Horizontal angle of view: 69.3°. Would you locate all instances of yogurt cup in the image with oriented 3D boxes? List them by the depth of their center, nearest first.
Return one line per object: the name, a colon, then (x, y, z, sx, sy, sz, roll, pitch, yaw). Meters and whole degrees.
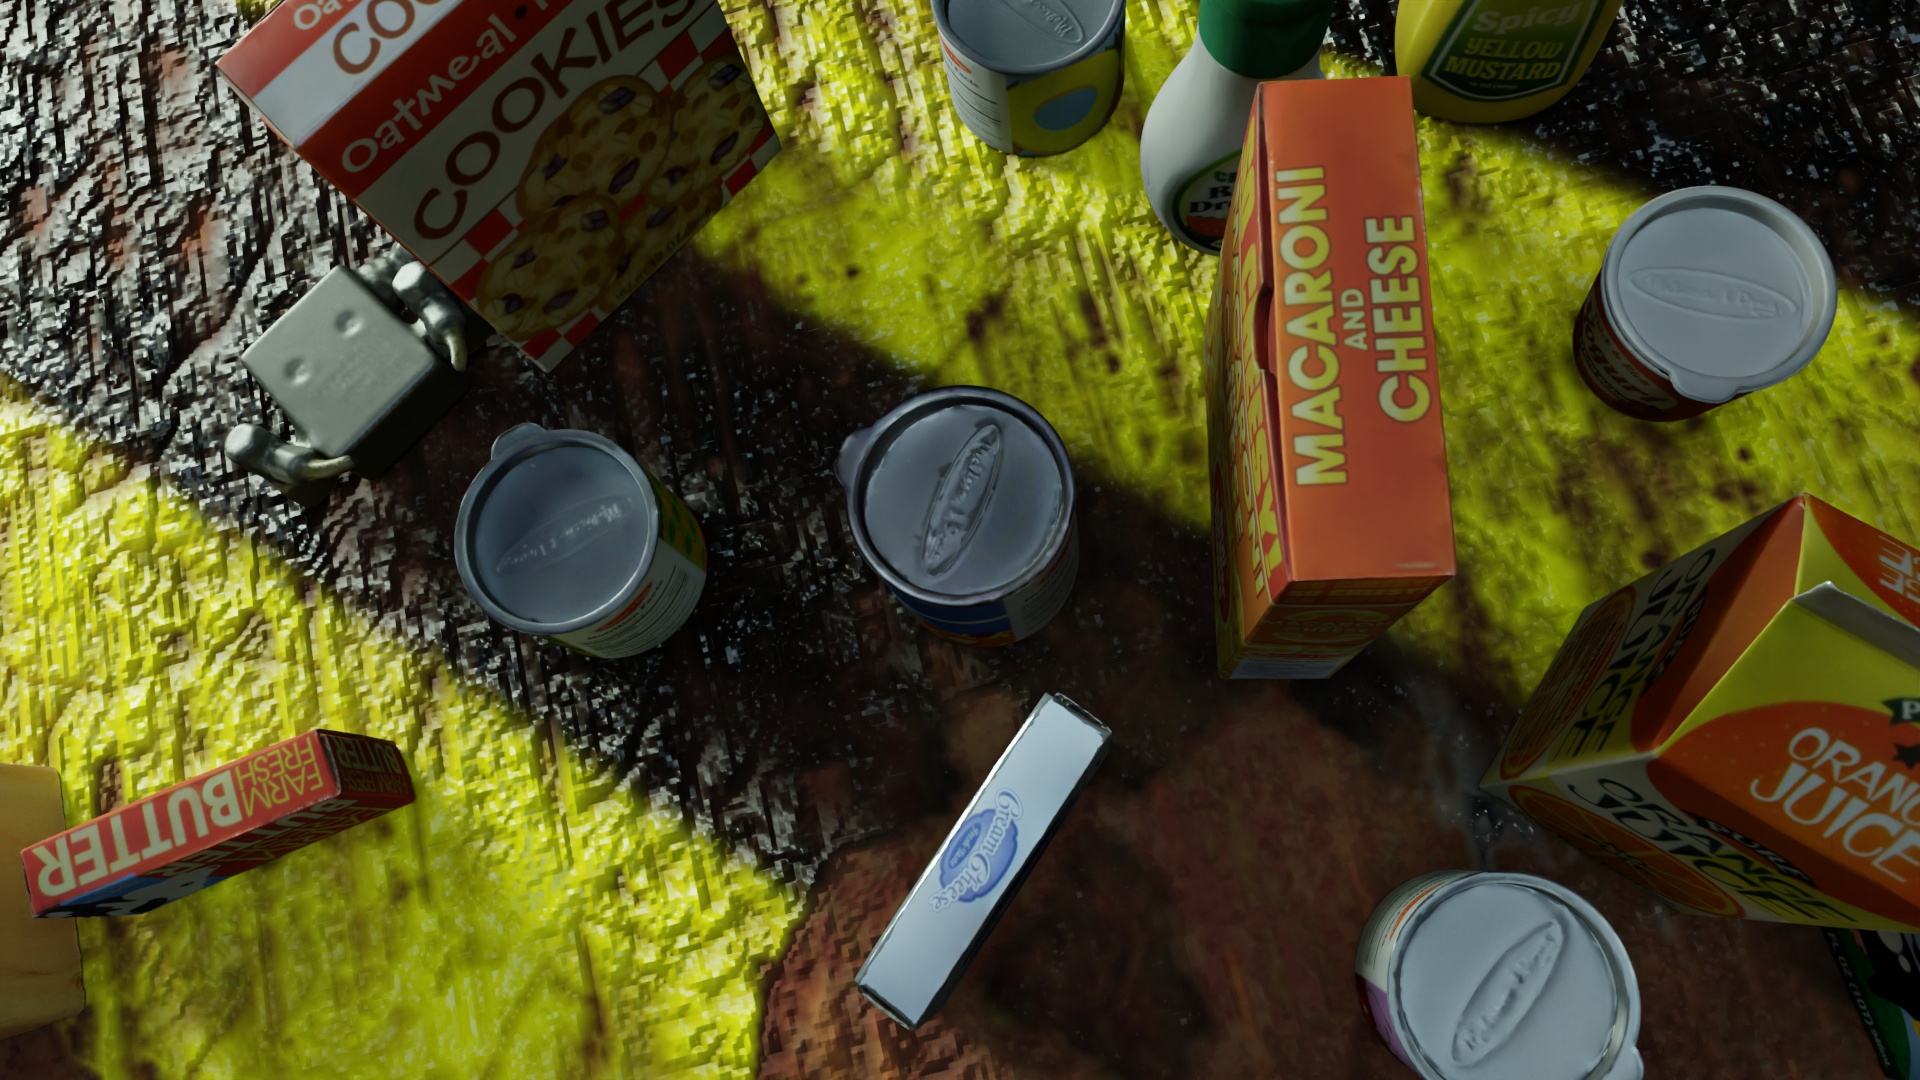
yogurt cup: (0.233, -0.072, 0.446, 0.072, 0.054, 0.072, -1, 76, 5)

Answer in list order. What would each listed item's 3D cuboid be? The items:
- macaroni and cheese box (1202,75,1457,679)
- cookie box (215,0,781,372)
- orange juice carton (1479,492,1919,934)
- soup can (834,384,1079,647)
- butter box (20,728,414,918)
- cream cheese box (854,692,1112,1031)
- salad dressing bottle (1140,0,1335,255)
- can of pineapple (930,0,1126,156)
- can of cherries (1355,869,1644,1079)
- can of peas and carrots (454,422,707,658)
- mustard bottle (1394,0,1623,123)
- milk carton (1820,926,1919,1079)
macaroni and cheese box: (0.095, -0.031, 0.391, 0.040, 0.166, 0.124, -2, 77, 5)
cookie box: (-0.130, -0.135, 0.439, 0.040, 0.167, 0.123, 43, 84, 13)
orange juice carton: (0.203, 0.047, 0.348, 0.072, 0.192, 0.073, 32, 82, 12)
soup can: (0.002, -0.005, 0.437, 0.071, 0.083, 0.071, -1, 77, 5)
butter box: (-0.239, 0.092, 0.453, 0.103, 0.053, 0.024, -22, 76, 0)
cream cheese box: (0.009, 0.097, 0.427, 0.024, 0.053, 0.104, 33, 82, 12)
salad dressing bottle: (0.089, -0.138, 0.428, 0.064, 0.147, 0.044, -14, 76, 2)
can of pineapple: (0.027, -0.179, 0.490, 0.071, 0.057, 0.071, -1, 76, 5)
can of cherries: (0.154, 0.131, 0.401, 0.071, 0.058, 0.071, -1, 76, 5)
can of peas and carrots: (-0.125, 0.001, 0.461, 0.071, 0.058, 0.071, -1, 76, 5)
mustard bottle: (0.177, -0.186, 0.424, 0.065, 0.160, 0.049, 4, 77, 7)
milk carton: (0.289, 0.095, 0.329, 0.073, 0.190, 0.072, -16, 76, 2)
